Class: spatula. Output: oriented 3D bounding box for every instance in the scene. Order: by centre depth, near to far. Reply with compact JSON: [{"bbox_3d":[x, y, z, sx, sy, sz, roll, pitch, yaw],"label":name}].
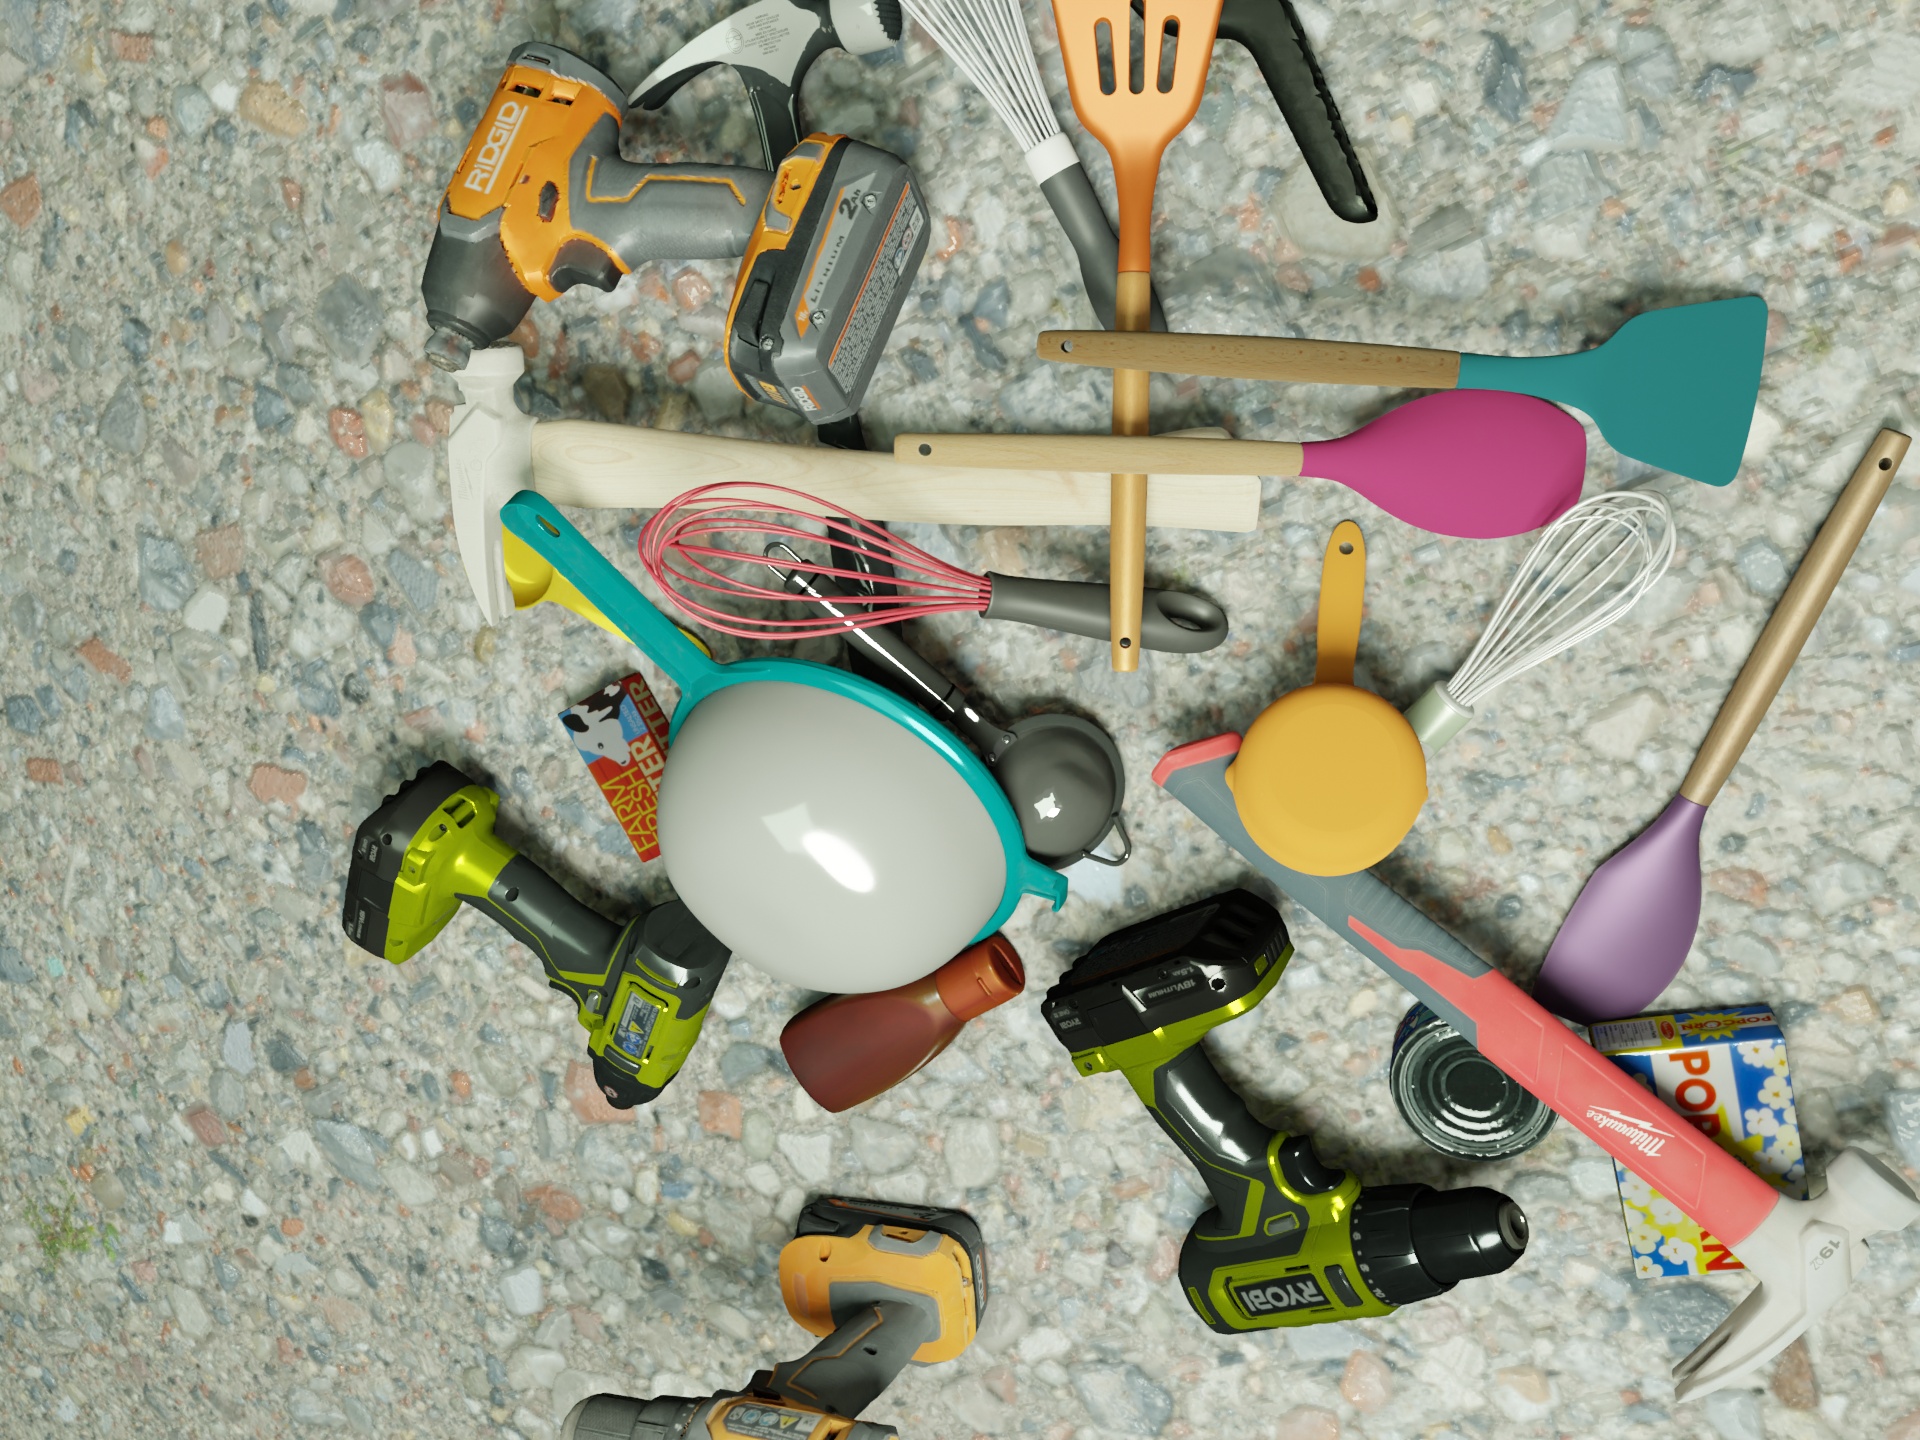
[{"bbox_3d":[0.192,-0.156,0.706,0.317,0.044,0.082,6,105,9],"label":"spatula"},{"bbox_3d":[0.078,-0.182,0.731,0.081,0.041,0.322,1,99,6],"label":"spatula"},{"bbox_3d":[0.355,0.015,0.739,0.060,0.018,0.315,20,114,7],"label":"spatula"}]

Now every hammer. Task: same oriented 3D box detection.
[{"bbox_3d":[0.241,0.149,0.764,0.386,0.038,0.143,39,107,11],"label":"hammer"},{"bbox_3d":[-0.058,-0.111,0.804,0.410,0.038,0.146,4,109,8],"label":"hammer"},{"bbox_3d":[-0.071,-0.160,0.836,0.149,0.036,0.408,-4,105,22],"label":"hammer"}]

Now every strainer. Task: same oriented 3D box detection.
[{"bbox_3d":[-0.120,0.032,0.804,0.340,0.095,0.211,46,138,-19],"label":"strainer"},{"bbox_3d":[-0.001,-0.003,0.812,0.258,0.050,0.087,41,88,-13],"label":"strainer"}]

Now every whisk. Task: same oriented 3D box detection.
[{"bbox_3d":[0.029,-0.295,0.749,0.070,0.070,0.284,-25,101,25],"label":"whisk"},{"bbox_3d":[0.242,-0.015,0.759,0.057,0.059,0.246,28,121,-20],"label":"whisk"},{"bbox_3d":[-0.006,-0.063,0.766,0.295,0.073,0.073,7,112,-16],"label":"whisk"}]

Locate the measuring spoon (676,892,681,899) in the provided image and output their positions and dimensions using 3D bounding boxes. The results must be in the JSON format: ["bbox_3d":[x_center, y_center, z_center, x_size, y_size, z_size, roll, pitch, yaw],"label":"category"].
[{"bbox_3d":[-0.123,0.063,0.935,0.042,0.021,0.128,32,105,-4],"label":"measuring spoon"}]

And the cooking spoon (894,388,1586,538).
[{"bbox_3d":[0.129,-0.120,0.726,0.319,0.017,0.068,1,101,-2],"label":"cooking spoon"}]

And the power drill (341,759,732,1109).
[{"bbox_3d":[-0.257,0.138,0.965,0.223,0.080,0.171,31,129,6],"label":"power drill"}]

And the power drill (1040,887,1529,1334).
[{"bbox_3d":[0.162,0.208,0.822,0.190,0.080,0.228,-28,96,39],"label":"power drill"}]

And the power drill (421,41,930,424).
[{"bbox_3d":[-0.146,-0.218,0.755,0.226,0.084,0.164,20,82,15],"label":"power drill"}]

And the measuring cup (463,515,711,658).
[{"bbox_3d":[-0.213,-0.073,0.925,0.156,0.029,0.062,26,114,-2],"label":"measuring cup"}]

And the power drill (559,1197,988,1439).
[{"bbox_3d":[-0.096,0.361,0.895,0.185,0.226,0.084,0,106,20],"label":"power drill"}]

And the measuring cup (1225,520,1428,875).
[{"bbox_3d":[0.176,-0.015,0.743,0.095,0.052,0.174,5,82,10],"label":"measuring cup"}]
